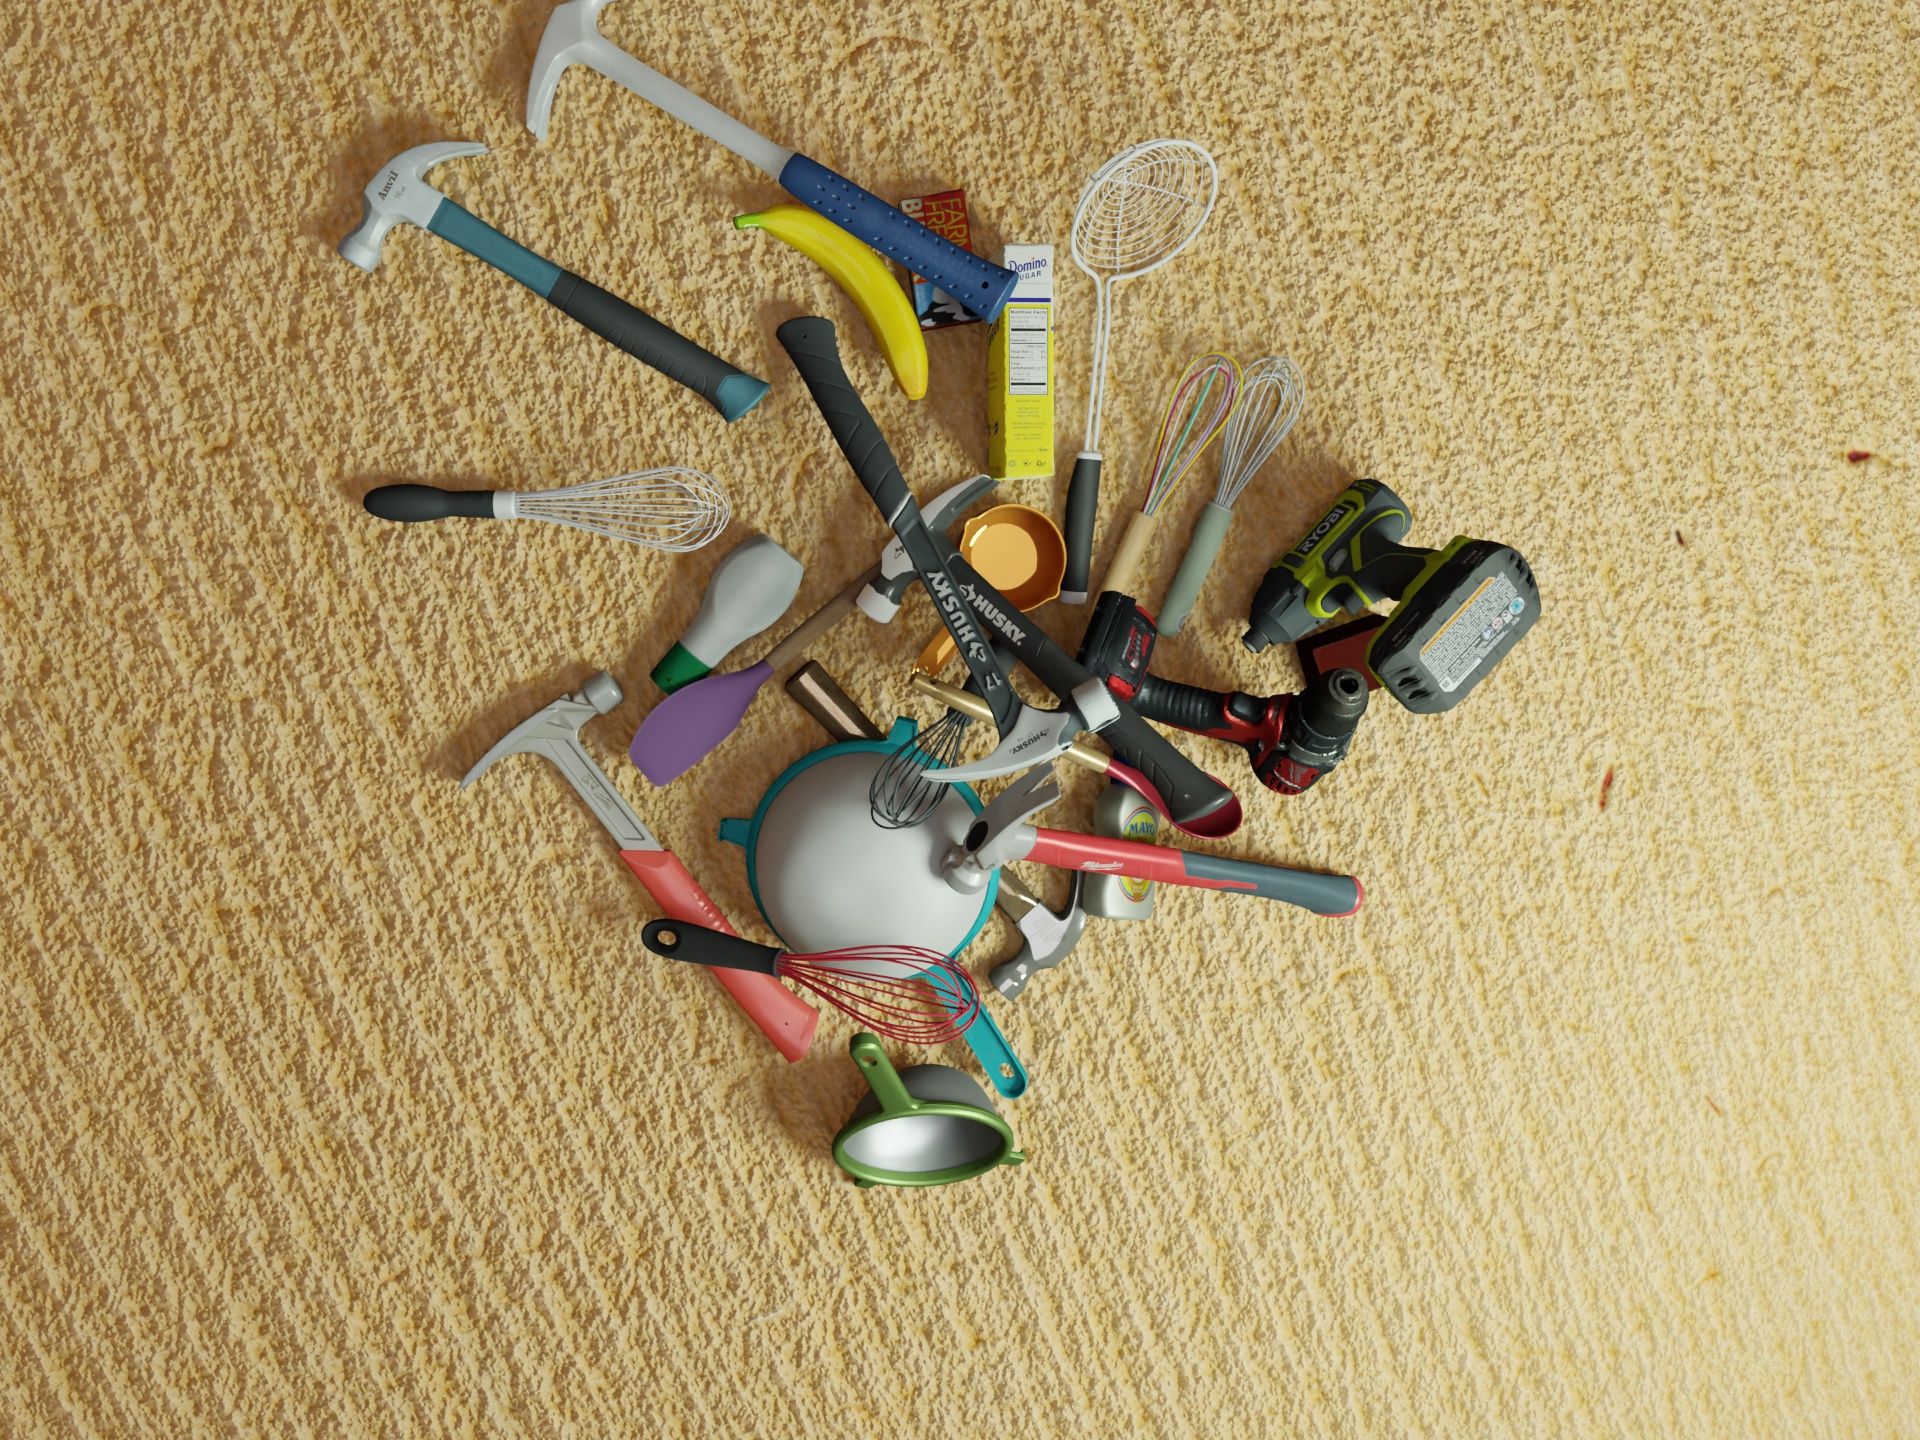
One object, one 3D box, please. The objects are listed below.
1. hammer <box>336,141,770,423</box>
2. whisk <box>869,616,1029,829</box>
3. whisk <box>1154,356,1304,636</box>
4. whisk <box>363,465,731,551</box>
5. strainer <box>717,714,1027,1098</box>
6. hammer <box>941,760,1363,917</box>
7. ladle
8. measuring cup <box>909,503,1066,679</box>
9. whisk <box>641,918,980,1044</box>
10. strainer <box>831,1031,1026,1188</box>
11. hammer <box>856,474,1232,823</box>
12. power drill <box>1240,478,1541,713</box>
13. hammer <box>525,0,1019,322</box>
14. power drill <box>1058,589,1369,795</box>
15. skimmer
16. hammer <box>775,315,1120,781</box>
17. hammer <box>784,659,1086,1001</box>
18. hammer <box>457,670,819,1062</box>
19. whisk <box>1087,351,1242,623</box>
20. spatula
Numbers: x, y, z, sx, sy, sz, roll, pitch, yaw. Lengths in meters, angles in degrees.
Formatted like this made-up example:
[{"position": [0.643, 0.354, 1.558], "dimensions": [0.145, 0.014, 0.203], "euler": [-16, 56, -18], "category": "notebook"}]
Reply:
[{"position": [-0.301, -0.328, 1.231], "dimensions": [0.331, 0.033, 0.128], "euler": [30, 95, -10], "category": "hammer"}, {"position": [-0.002, -0.003, 1.255], "dimensions": [0.055, 0.055, 0.239], "euler": [42, 54, -11], "category": "whisk"}, {"position": [0.217, -0.183, 1.314], "dimensions": [0.059, 0.057, 0.246], "euler": [27, 99, 24], "category": "whisk"}, {"position": [-0.322, -0.169, 1.243], "dimensions": [0.284, 0.070, 0.070], "euler": [1, 98, -2], "category": "whisk"}, {"position": [-0.043, 0.181, 1.282], "dimensions": [0.211, 0.095, 0.340], "euler": [-30, 99, 12], "category": "strainer"}, {"position": [0.184, 0.110, 1.272], "dimensions": [0.386, 0.038, 0.143], "euler": [11, 140, -30], "category": "hammer"}, {"position": [0.095, 0.026, 1.267], "dimensions": [0.315, 0.069, 0.031], "euler": [24, 137, -24], "category": "ladle"}, {"position": [0.013, -0.099, 1.294], "dimensions": [0.095, 0.052, 0.173], "euler": [38, 94, -11], "category": "measuring cup"}, {"position": [-0.121, 0.192, 1.224], "dimensions": [0.296, 0.073, 0.073], "euler": [9, 98, 23], "category": "whisk"}, {"position": [-0.045, 0.298, 1.290], "dimensions": [0.151, 0.069, 0.256], "euler": [-11, 139, 9], "category": "strainer"}, {"position": [0.074, -0.045, 1.202], "dimensions": [0.335, 0.035, 0.146], "euler": [43, 107, 20], "category": "hammer"}, {"position": [0.326, -0.094, 1.246], "dimensions": [0.171, 0.223, 0.080], "euler": [-47, 118, 0], "category": "power drill"}, {"position": [-0.142, -0.414, 1.193], "dimensions": [0.405, 0.035, 0.144], "euler": [32, 95, 4], "category": "hammer"}, {"position": [0.201, -0.022, 1.247], "dimensions": [0.226, 0.187, 0.080], "euler": [21, 70, 4], "category": "power drill"}, {"position": [0.128, -0.269, 1.263], "dimensions": [0.127, 0.090, 0.363], "euler": [-2, 103, -39], "category": "skimmer"}, {"position": [-0.040, -0.140, 1.204], "dimensions": [0.149, 0.036, 0.409], "euler": [-30, 74, 5], "category": "hammer"}, {"position": [-0.020, 0.077, 1.325], "dimensions": [0.130, 0.031, 0.331], "euler": [-43, 101, 1], "category": "hammer"}, {"position": [-0.244, 0.142, 1.305], "dimensions": [0.149, 0.037, 0.359], "euler": [-36, 100, -1], "category": "hammer"}, {"position": [0.166, -0.187, 1.304], "dimensions": [0.047, 0.051, 0.245], "euler": [23, 98, -11], "category": "whisk"}, {"position": [-0.136, -0.063, 1.280], "dimensions": [0.316, 0.018, 0.059], "euler": [-40, 118, -7], "category": "spatula"}]
